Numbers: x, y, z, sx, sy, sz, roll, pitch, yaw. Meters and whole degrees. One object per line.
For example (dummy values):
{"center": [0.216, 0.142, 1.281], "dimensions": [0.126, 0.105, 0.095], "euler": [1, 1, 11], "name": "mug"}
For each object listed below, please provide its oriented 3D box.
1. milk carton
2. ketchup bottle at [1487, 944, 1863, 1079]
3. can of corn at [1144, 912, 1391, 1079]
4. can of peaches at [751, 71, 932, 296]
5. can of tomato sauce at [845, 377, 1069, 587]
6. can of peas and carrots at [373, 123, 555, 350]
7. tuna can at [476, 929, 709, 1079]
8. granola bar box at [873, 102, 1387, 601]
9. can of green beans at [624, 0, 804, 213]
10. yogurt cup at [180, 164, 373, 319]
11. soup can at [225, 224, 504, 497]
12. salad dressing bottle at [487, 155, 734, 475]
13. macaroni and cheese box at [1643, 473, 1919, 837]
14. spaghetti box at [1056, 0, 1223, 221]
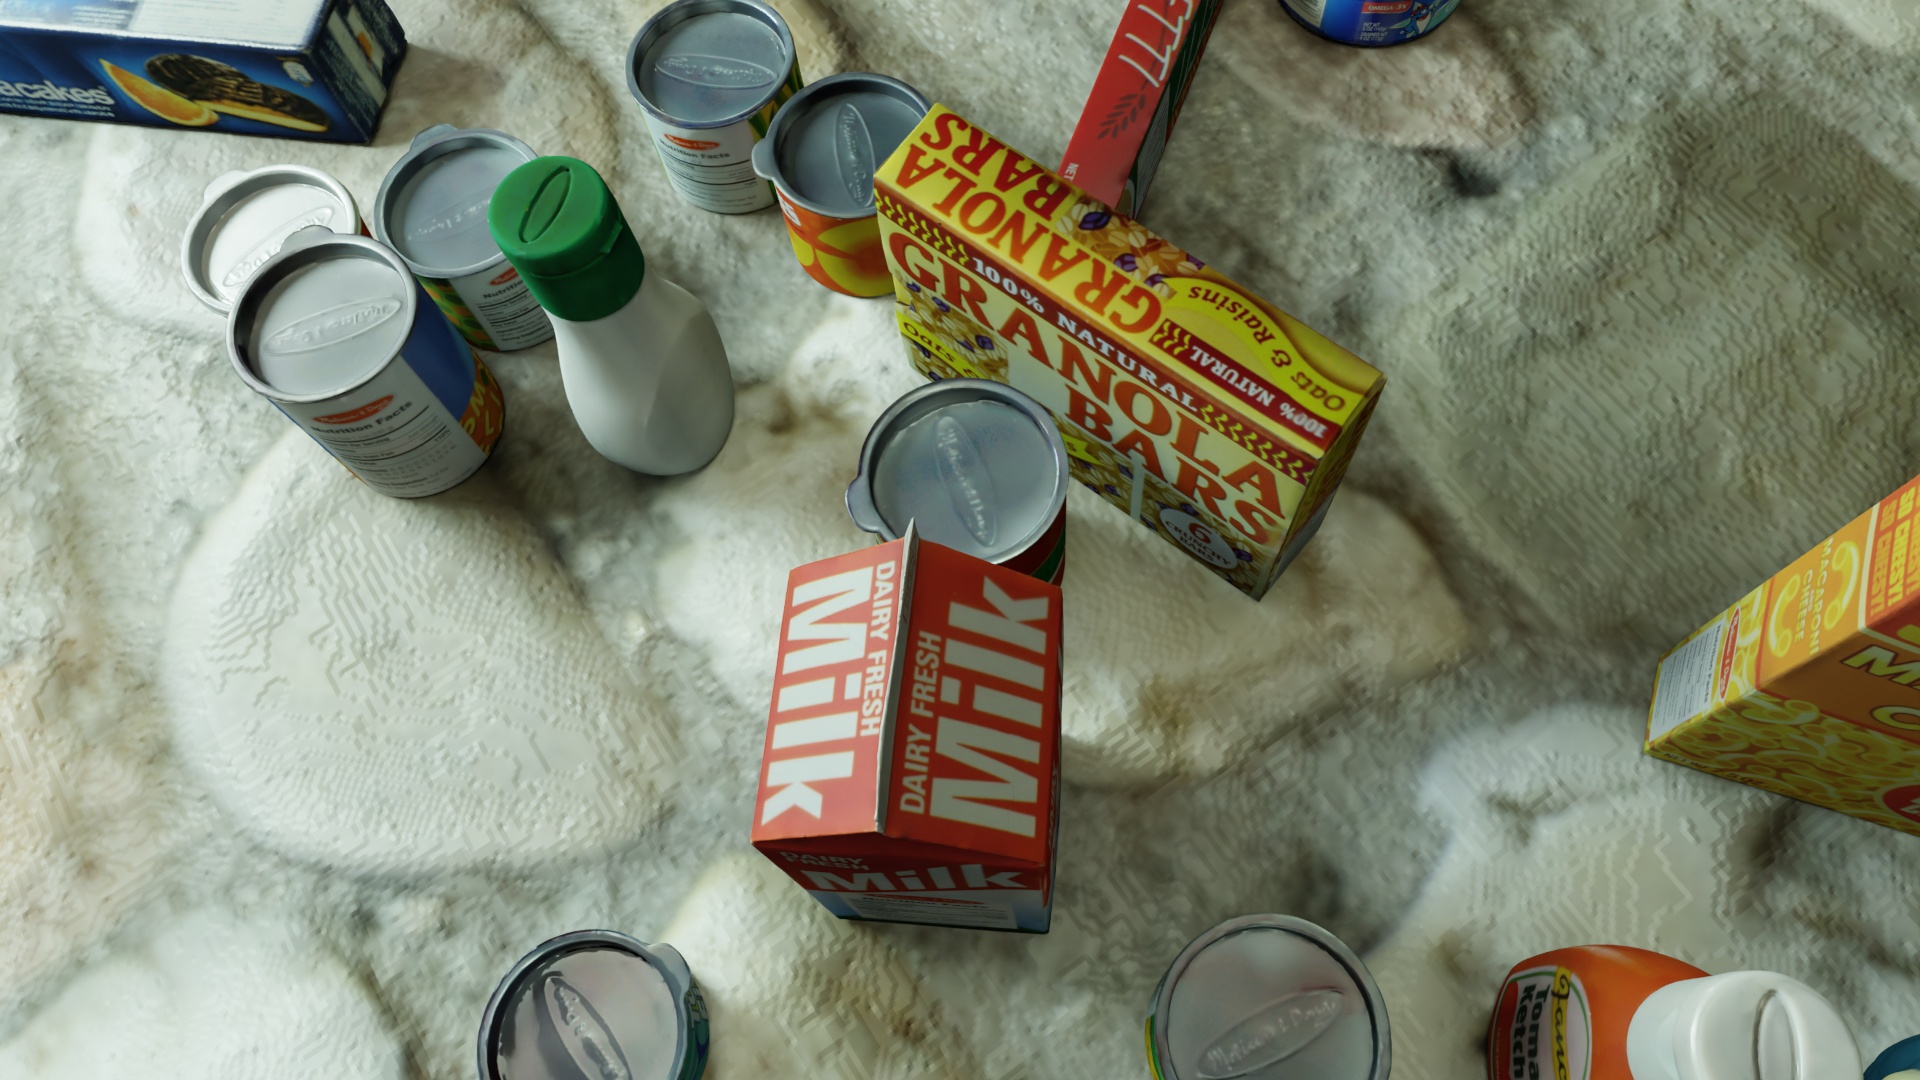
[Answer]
{"center": [-0.009, 0.061, 0.387], "dimensions": [0.073, 0.190, 0.072], "euler": [3, 69, 5], "name": "milk carton"}
{"center": [0.181, 0.137, 0.366], "dimensions": [0.043, 0.148, 0.065], "euler": [7, 69, 7], "name": "ketchup bottle"}
{"center": [0.091, 0.151, 0.416], "dimensions": [0.071, 0.058, 0.071], "euler": [-1, 68, 3], "name": "can of corn"}
{"center": [-0.040, -0.137, 0.540], "dimensions": [0.071, 0.058, 0.071], "euler": [-1, 68, 3], "name": "can of peaches"}
{"center": [0.002, -0.006, 0.471], "dimensions": [0.071, 0.082, 0.071], "euler": [-1, 68, 3], "name": "can of tomato sauce"}
{"center": [-0.185, -0.118, 0.542], "dimensions": [0.071, 0.058, 0.071], "euler": [-1, 68, 3], "name": "can of peas and carrots"}
{"center": [-0.113, 0.157, 0.440], "dimensions": [0.071, 0.032, 0.071], "euler": [-1, 68, 3], "name": "tuna can"}
{"center": [0.050, -0.057, 0.467], "dimensions": [0.166, 0.123, 0.039], "euler": [35, 75, 16], "name": "granola bar box"}
{"center": [-0.094, -0.175, 0.559], "dimensions": [0.071, 0.057, 0.071], "euler": [-1, 68, 3], "name": "can of green beans"}
{"center": [-0.257, -0.104, 0.544], "dimensions": [0.072, 0.053, 0.072], "euler": [-1, 68, 3], "name": "yogurt cup"}
{"center": [-0.214, -0.064, 0.508], "dimensions": [0.071, 0.083, 0.071], "euler": [-1, 68, 3], "name": "soup can"}
{"center": [-0.115, -0.072, 0.471], "dimensions": [0.044, 0.147, 0.064], "euler": [18, 71, 11], "name": "salad dressing bottle"}
{"center": [0.289, 0.044, 0.388], "dimensions": [0.124, 0.166, 0.040], "euler": [17, 71, 10], "name": "macaroni and cheese box"}
{"center": [0.079, -0.195, 0.560], "dimensions": [0.029, 0.050, 0.251], "euler": [19, 70, 11], "name": "spaghetti box"}
